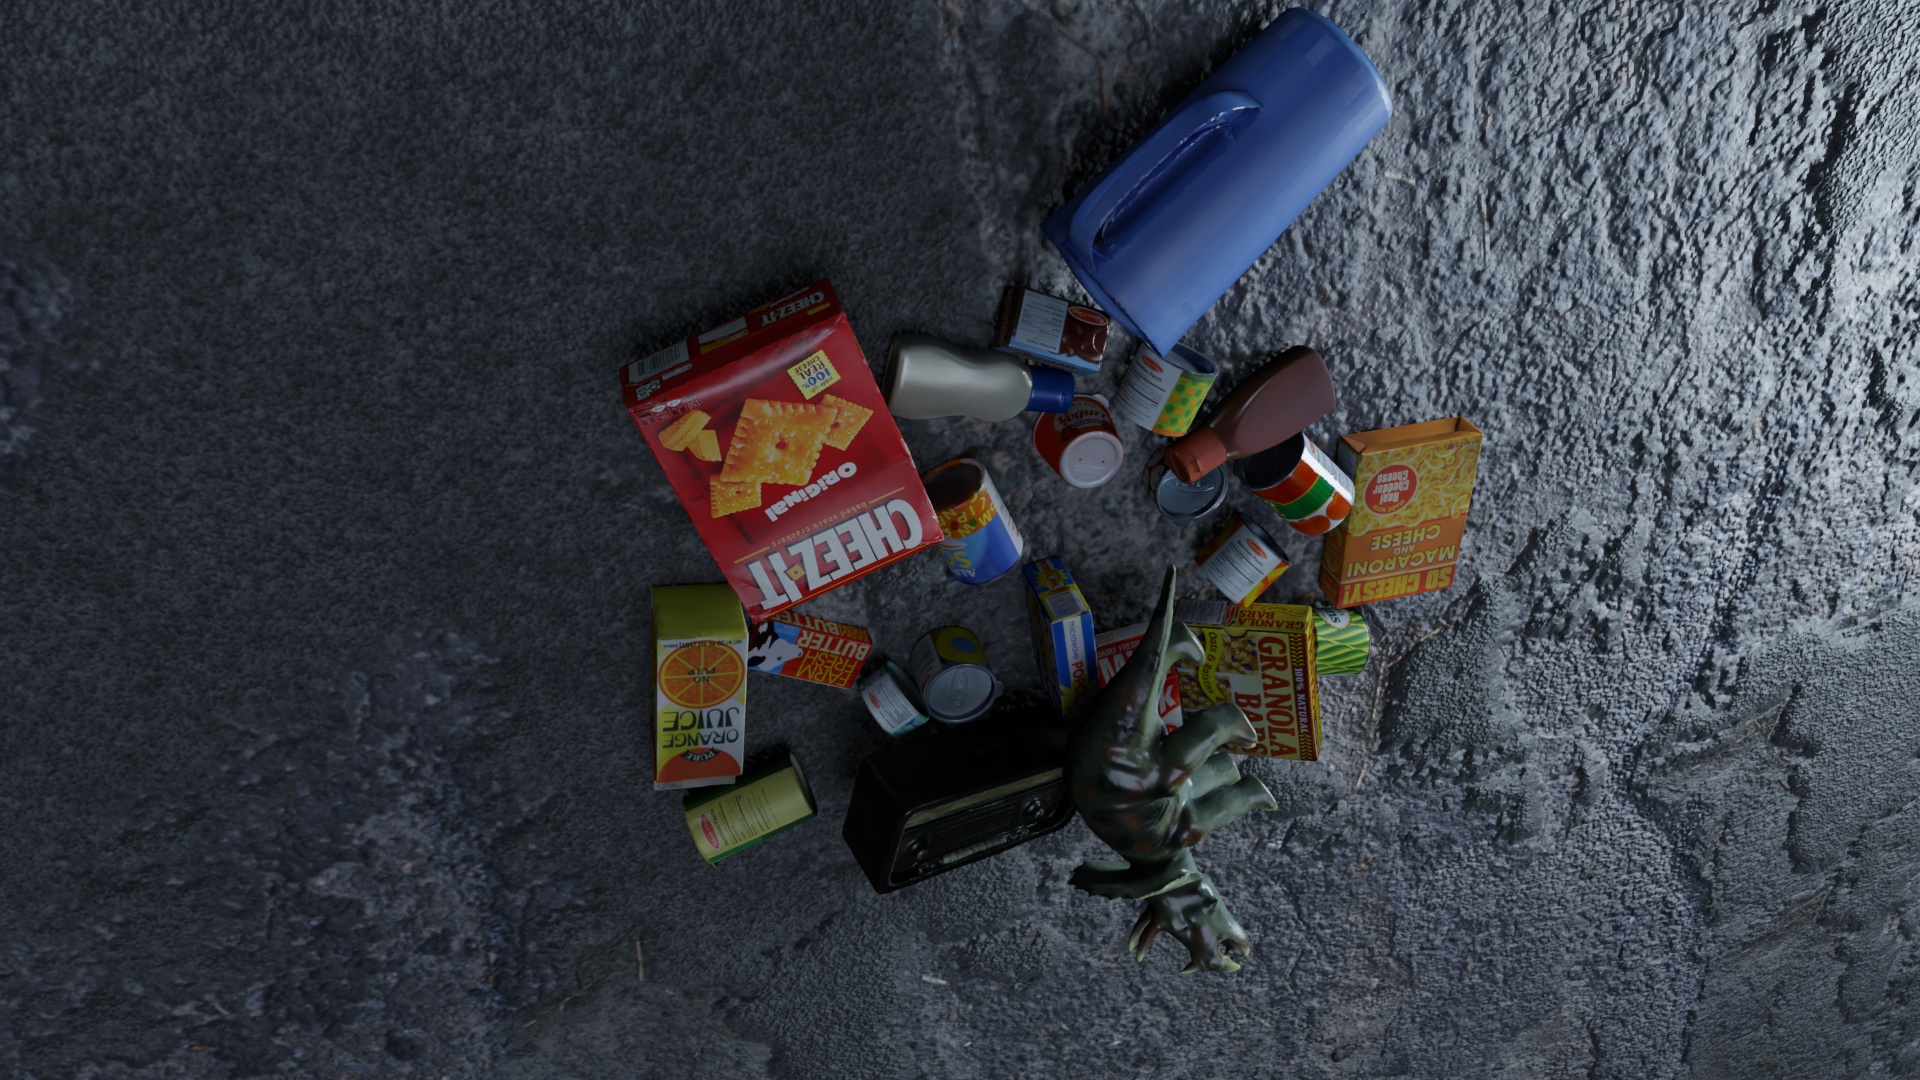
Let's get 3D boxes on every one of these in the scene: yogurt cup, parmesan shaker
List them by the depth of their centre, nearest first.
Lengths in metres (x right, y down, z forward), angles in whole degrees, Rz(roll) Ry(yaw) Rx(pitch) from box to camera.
[{"bbox_3d":[0.098,-0.078,1.129,0.072,0.054,0.072,-8,125,-12],"label":"yogurt cup"},{"bbox_3d":[-0.186,0.239,1.240,0.103,0.071,0.071,-24,126,-2],"label":"parmesan shaker"}]

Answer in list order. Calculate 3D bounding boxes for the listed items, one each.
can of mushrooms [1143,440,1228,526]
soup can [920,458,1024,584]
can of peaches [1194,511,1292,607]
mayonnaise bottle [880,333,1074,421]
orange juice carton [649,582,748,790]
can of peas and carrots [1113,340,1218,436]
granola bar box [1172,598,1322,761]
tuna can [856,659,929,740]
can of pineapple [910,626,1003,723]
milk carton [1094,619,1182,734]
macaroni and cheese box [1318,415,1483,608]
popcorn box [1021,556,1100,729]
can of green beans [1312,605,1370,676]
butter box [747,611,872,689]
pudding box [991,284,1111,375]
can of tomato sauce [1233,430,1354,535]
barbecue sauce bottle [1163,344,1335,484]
[{"bbox_3d":[0.192,-0.050,1.190,0.071,0.033,0.070,-9,124,-13],"label":"can of mushrooms"},{"bbox_3d":[0.004,-0.014,1.133,0.071,0.071,0.083,-28,126,2],"label":"soup can"},{"bbox_3d":[0.251,0.017,1.234,0.071,0.071,0.058,33,108,-32],"label":"can of peaches"},{"bbox_3d":[0.015,-0.123,1.082,0.148,0.041,0.064,3,121,-21],"label":"mayonnaise bottle"},{"bbox_3d":[-0.220,0.134,1.157,0.072,0.073,0.191,-3,123,-16],"label":"orange juice carton"},{"bbox_3d":[0.166,-0.124,1.113,0.071,0.071,0.058,12,119,-24],"label":"can of peas and carrots"},{"bbox_3d":[0.267,0.131,1.292,0.124,0.039,0.164,3,129,23],"label":"granola bar box"},{"bbox_3d":[-0.058,0.139,1.218,0.033,0.071,0.071,-36,126,7],"label":"tuna can"},{"bbox_3d":[-0.005,0.118,1.223,0.071,0.058,0.070,-8,125,-12],"label":"can of pineapple"},{"bbox_3d":[0.160,0.153,1.289,0.072,0.074,0.189,-16,125,-7],"label":"milk carton"},{"bbox_3d":[0.400,-0.025,1.268,0.124,0.040,0.165,-9,124,-12],"label":"macaroni and cheese box"},{"bbox_3d":[0.090,0.089,1.217,0.038,0.085,0.126,-16,125,-8],"label":"popcorn box"},{"bbox_3d":[0.345,0.096,1.314,0.058,0.071,0.071,0,122,-17],"label":"can of green beans"},{"bbox_3d":[-0.132,0.092,1.187,0.103,0.024,0.053,15,117,-25],"label":"butter box"},{"bbox_3d":[0.070,-0.161,1.068,0.084,0.030,0.049,13,87,-24],"label":"pudding box"},{"bbox_3d":[0.289,-0.051,1.200,0.071,0.071,0.083,-45,124,14],"label":"can of tomato sauce"},{"bbox_3d":[0.237,-0.099,1.145,0.149,0.044,0.064,-33,119,-11],"label":"barbecue sauce bottle"}]
